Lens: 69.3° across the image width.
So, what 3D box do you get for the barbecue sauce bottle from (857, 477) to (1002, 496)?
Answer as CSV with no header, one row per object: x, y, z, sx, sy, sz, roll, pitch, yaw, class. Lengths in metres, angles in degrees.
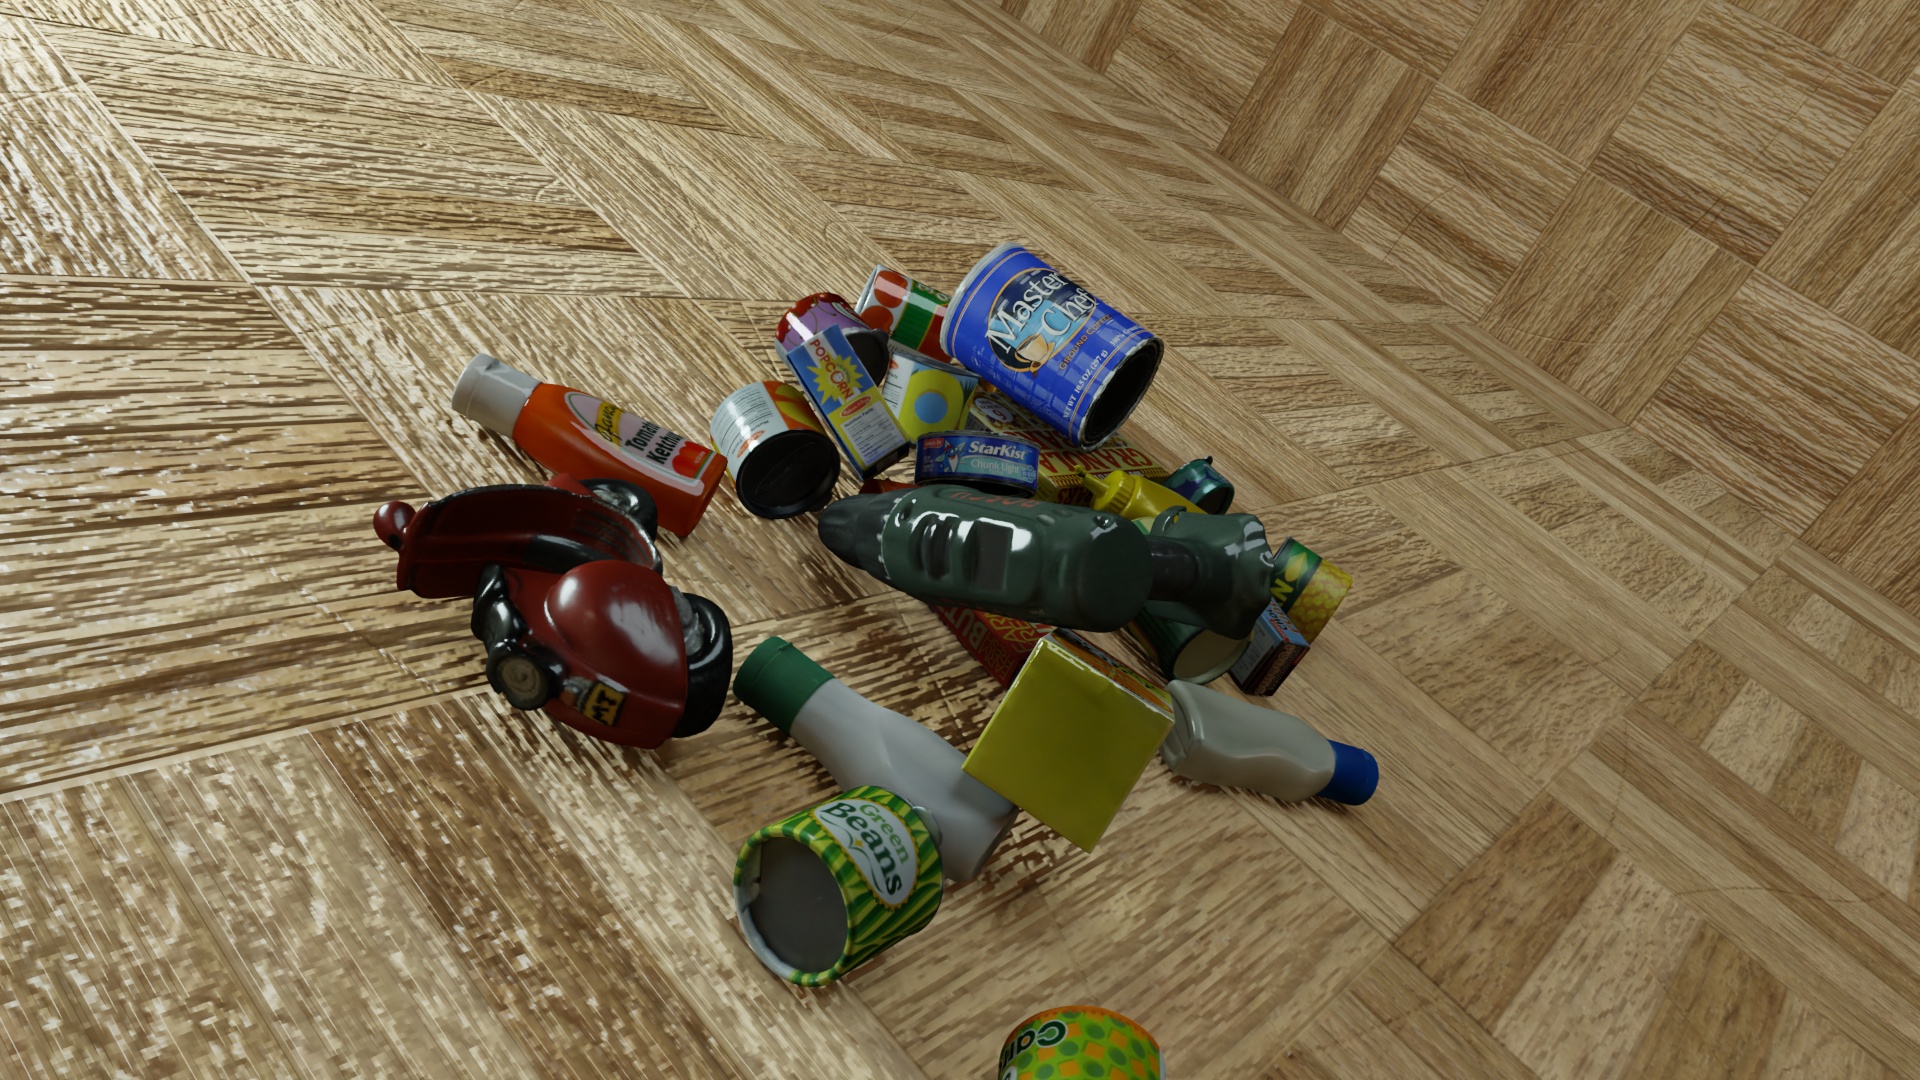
0.003,-0.011,0.911,0.149,0.043,0.065,10,20,-33,barbecue sauce bottle

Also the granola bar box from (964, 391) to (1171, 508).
0.072,-0.067,1.084,0.124,0.039,0.166,43,29,27,granola bar box

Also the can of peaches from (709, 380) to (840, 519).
-0.113,-0.055,0.850,0.071,0.071,0.058,9,32,-36,can of peaches

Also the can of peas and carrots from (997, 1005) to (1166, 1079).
0.043,0.218,0.520,0.071,0.070,0.059,26,25,-7,can of peas and carrots

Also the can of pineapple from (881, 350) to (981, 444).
-0.023,-0.101,1.006,0.071,0.057,0.071,16,10,-3,can of pineapple

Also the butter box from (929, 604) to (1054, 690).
0.018,0.046,0.846,0.053,0.024,0.104,-3,41,-46,butter box

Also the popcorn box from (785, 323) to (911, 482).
-0.069,-0.084,0.879,0.085,0.038,0.126,57,-3,-1,popcorn box

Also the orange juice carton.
0.060,0.093,0.712,0.072,0.073,0.193,32,3,7,orange juice carton

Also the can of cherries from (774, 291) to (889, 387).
-0.092,-0.141,1.015,0.071,0.071,0.058,3,35,-43,can of cherries

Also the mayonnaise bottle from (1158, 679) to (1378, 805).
0.189,0.130,0.852,0.148,0.041,0.065,19,30,-23,mayonnaise bottle

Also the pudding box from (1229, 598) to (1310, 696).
0.201,0.063,0.972,0.030,0.049,0.084,13,30,-33,pudding box

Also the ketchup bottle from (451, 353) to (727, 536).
-0.208,-0.056,0.779,0.149,0.043,0.065,26,26,-6,ketchup bottle

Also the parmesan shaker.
0.138,0.041,0.928,0.071,0.071,0.103,7,34,-38,parmesan shaker

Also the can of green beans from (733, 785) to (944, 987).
-0.050,0.139,0.565,0.071,0.071,0.058,42,29,23,can of green beans

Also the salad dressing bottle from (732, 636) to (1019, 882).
-0.043,0.102,0.667,0.148,0.043,0.064,35,22,14,salad dressing bottle

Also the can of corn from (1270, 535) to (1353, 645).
0.252,0.041,1.045,0.058,0.071,0.071,35,26,10,can of corn

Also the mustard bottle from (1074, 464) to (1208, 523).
0.144,-0.010,1.018,0.160,0.048,0.066,34,32,-16,mustard bottle

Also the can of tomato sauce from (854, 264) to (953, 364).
-0.042,-0.182,1.139,0.083,0.071,0.071,23,27,-13,can of tomato sauce

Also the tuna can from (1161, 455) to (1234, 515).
0.184,-0.031,1.098,0.071,0.070,0.033,-6,44,-50,tuna can

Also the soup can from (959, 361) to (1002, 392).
0.041,-0.156,1.174,0.071,0.071,0.084,6,34,-39,soup can
